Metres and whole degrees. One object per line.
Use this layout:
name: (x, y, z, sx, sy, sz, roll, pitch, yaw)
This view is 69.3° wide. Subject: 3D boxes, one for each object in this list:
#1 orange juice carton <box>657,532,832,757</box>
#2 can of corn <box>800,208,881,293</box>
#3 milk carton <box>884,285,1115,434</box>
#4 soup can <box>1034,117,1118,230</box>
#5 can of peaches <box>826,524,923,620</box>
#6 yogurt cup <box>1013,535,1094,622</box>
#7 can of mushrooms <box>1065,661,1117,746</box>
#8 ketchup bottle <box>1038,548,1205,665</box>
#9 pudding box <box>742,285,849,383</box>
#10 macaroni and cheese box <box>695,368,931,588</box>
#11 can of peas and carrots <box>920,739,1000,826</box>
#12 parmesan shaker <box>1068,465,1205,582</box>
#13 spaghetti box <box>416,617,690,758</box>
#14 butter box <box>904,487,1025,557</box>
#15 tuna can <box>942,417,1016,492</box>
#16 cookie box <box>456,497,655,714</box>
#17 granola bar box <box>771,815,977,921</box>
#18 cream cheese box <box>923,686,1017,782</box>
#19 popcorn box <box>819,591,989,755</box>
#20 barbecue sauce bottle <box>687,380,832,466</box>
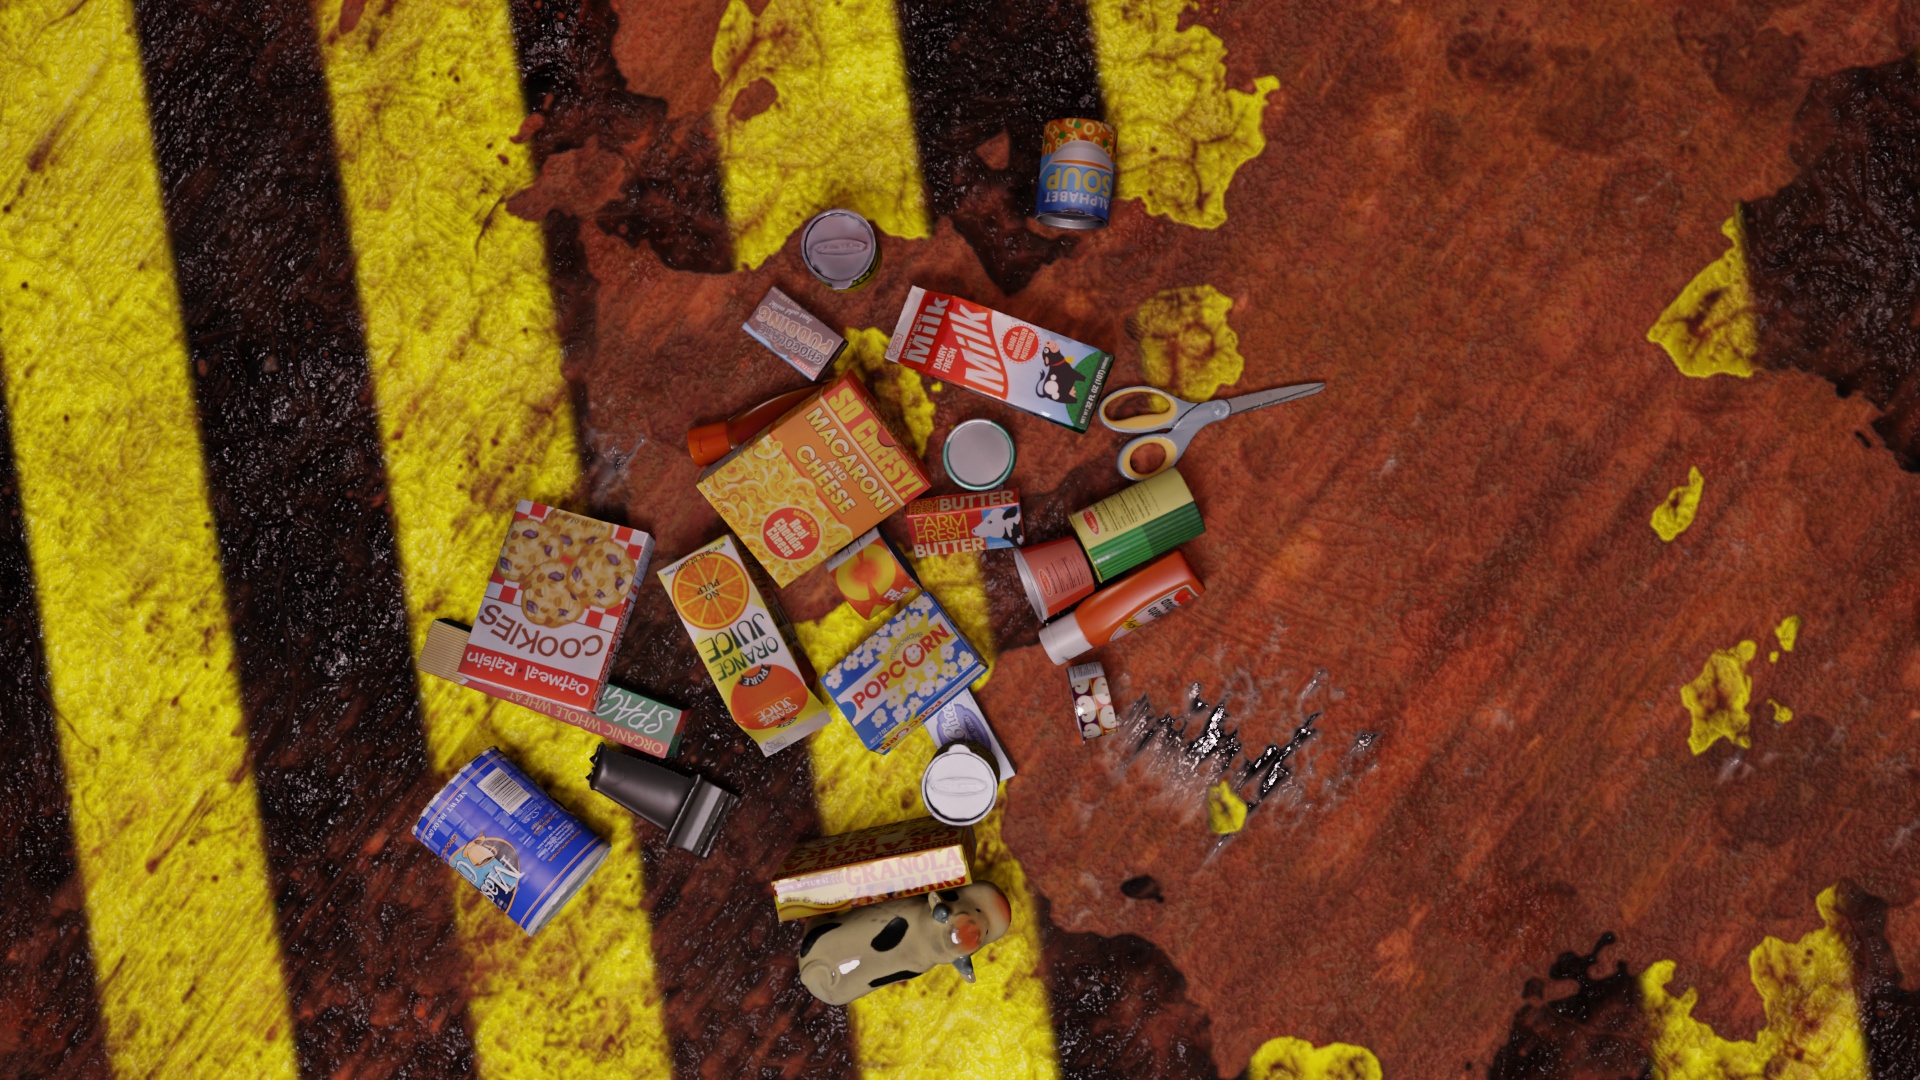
orange juice carton: (-0.188, 0.093, 1.240, 0.072, 0.073, 0.192, -28, 90, 3)
can of corn: (-0.105, -0.254, 1.238, 0.071, 0.058, 0.071, 0, 91, 3)
milk carton: (0.034, -0.160, 1.224, 0.191, 0.073, 0.072, 22, 92, 3)
soup can: (0.102, -0.321, 1.219, 0.071, 0.071, 0.083, 6, 91, 3)
can of peaches: (-0.076, 0.031, 1.236, 0.058, 0.071, 0.071, -35, 89, 4)
yogurt cup: (0.084, 0.030, 1.230, 0.054, 0.072, 0.072, -22, 90, -5)
can of mushrooms: (0.116, 0.144, 1.227, 0.033, 0.071, 0.071, -13, 90, 2)
ketchup bottle: (0.141, 0.060, 1.229, 0.148, 0.064, 0.043, -29, 69, 12)
pudding box: (-0.149, -0.186, 1.256, 0.084, 0.030, 0.049, 38, 94, 2)
macaroni and cheese box: (-0.127, -0.053, 1.222, 0.166, 0.040, 0.123, -34, 108, 12)
can of peas and carrots: (0.001, 0.208, 1.213, 0.071, 0.059, 0.071, 0, 91, 5)
parmesan shaker: (0.157, -0.012, 1.221, 0.103, 0.071, 0.071, -25, 90, 3)
spaghetti box: (-0.372, 0.135, 1.273, 0.250, 0.028, 0.050, 20, 91, 3)
butter box: (0.004, -0.016, 1.239, 0.103, 0.024, 0.052, -6, 132, 3)
tuna can: (0.018, -0.074, 1.246, 0.071, 0.033, 0.071, 0, 90, 4)
cookie box: (-0.361, 0.060, 1.249, 0.123, 0.040, 0.168, 15, 77, 3)
granola bar box: (-0.072, 0.280, 1.210, 0.165, 0.124, 0.039, -12, 92, 3)
cream cheese box: (0.003, 0.177, 1.255, 0.053, 0.024, 0.104, -30, 89, 5)
popcorn box: (-0.049, 0.118, 1.235, 0.126, 0.038, 0.085, -40, 65, 3)
barbecue sauce bottle: (-0.170, -0.099, 1.252, 0.148, 0.044, 0.064, -12, 95, 4)
